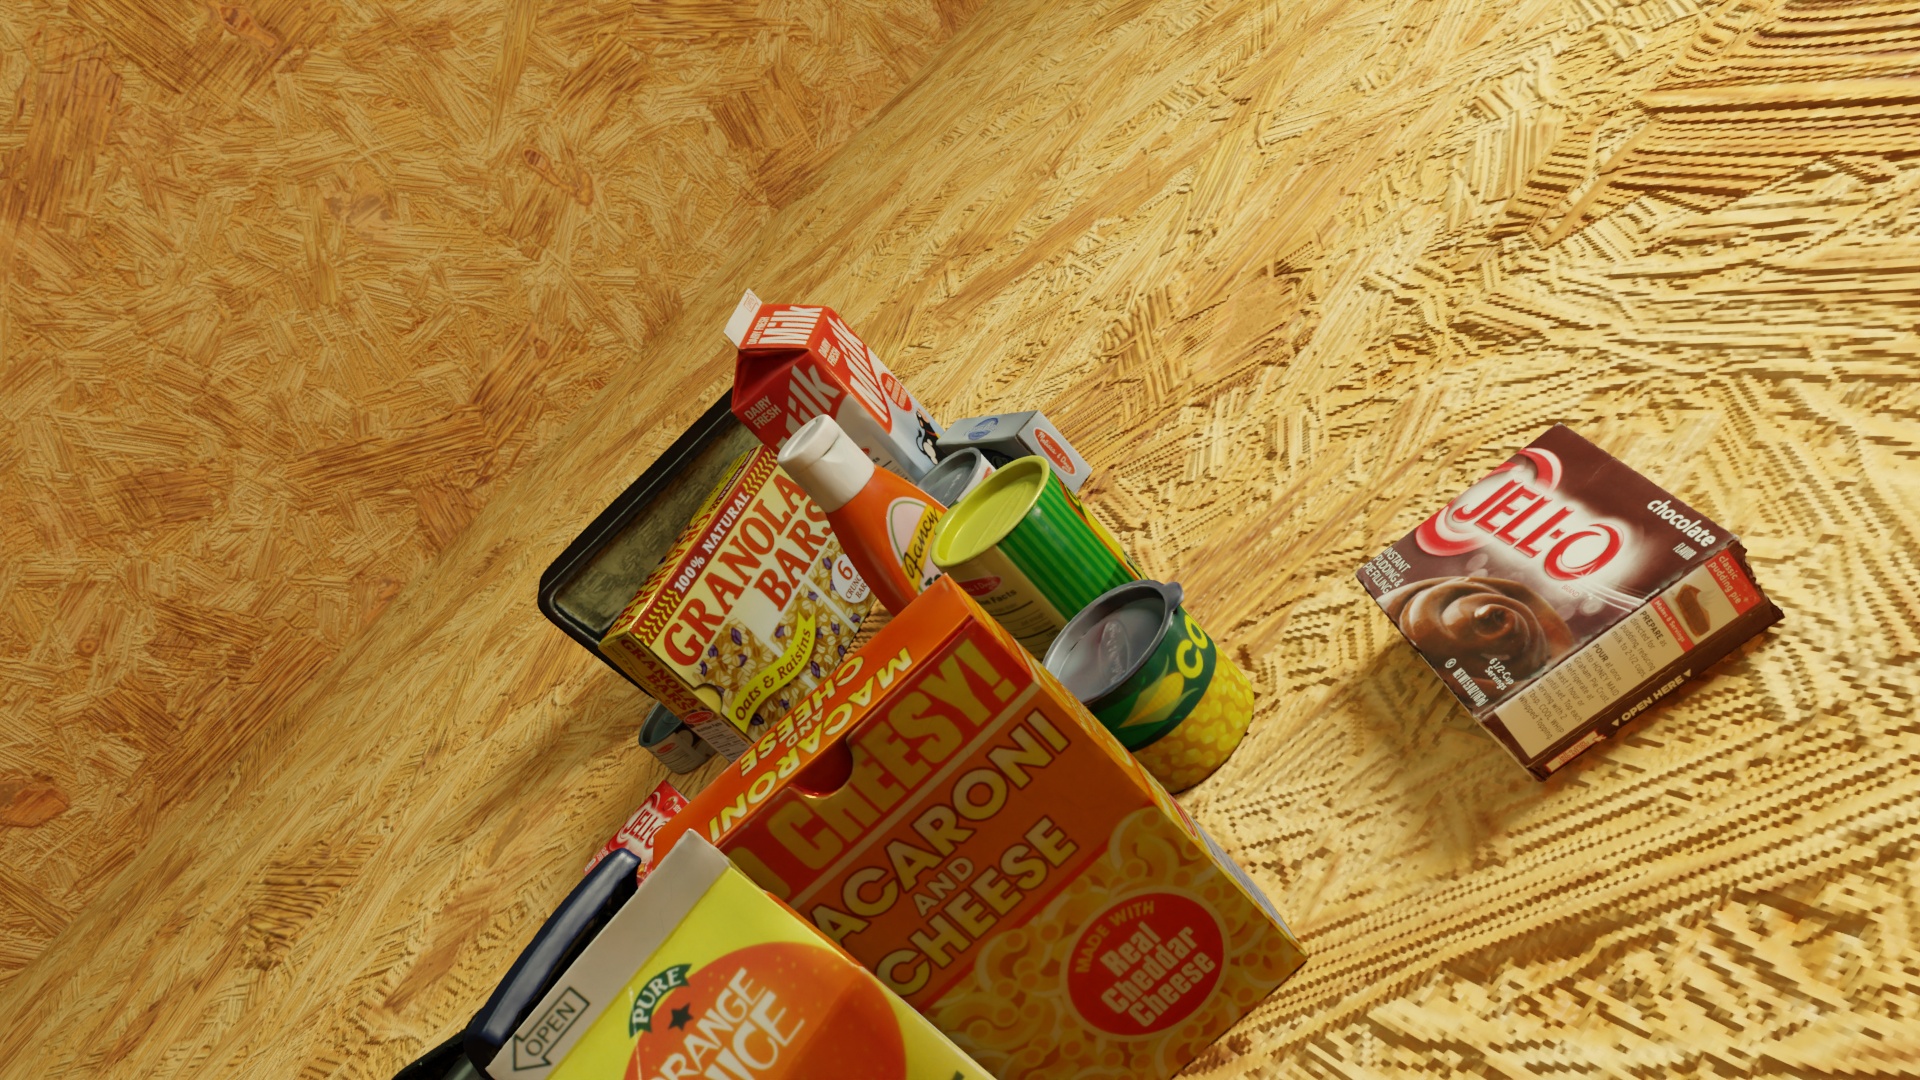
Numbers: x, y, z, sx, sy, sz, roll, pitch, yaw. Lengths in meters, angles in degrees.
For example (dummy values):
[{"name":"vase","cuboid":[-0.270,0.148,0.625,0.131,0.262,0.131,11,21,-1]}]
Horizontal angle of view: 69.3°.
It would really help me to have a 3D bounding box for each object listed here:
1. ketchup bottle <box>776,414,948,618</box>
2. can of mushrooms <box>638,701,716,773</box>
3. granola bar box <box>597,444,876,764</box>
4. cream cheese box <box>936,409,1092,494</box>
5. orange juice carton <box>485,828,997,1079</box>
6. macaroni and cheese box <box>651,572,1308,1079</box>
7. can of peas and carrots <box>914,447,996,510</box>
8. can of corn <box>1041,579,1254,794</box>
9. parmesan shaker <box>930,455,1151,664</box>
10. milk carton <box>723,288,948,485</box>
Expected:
[{"name":"ketchup bottle","cuboid":[-0.035,-0.003,0.739,0.043,0.148,0.065,-14,36,53]},{"name":"can of mushrooms","cuboid":[-0.178,0.119,0.926,0.071,0.033,0.071,-37,22,18]},{"name":"granola bar box","cuboid":[-0.126,0.040,0.856,0.039,0.124,0.166,-22,30,44]},{"name":"cream cheese box","cuboid":[0.031,-0.051,0.845,0.024,0.053,0.103,-51,22,-18]},{"name":"orange juice carton","cuboid":[-0.025,0.159,0.359,0.072,0.192,0.073,-51,22,-17]},{"name":"macaroni and cheese box","cuboid":[0.009,0.110,0.426,0.123,0.166,0.040,-43,21,3]},{"name":"can of peas and carrots","cuboid":[0.003,-0.010,0.811,0.071,0.058,0.071,-37,22,18]},{"name":"can of corn","cuboid":[0.076,0.058,0.554,0.071,0.058,0.071,-37,22,18]},{"name":"parmesan shaker","cuboid":[0.043,0.021,0.619,0.071,0.103,0.071,-37,22,18]},{"name":"milk carton","cuboid":[-0.081,-0.082,0.913,0.073,0.190,0.073,-34,23,23]}]
